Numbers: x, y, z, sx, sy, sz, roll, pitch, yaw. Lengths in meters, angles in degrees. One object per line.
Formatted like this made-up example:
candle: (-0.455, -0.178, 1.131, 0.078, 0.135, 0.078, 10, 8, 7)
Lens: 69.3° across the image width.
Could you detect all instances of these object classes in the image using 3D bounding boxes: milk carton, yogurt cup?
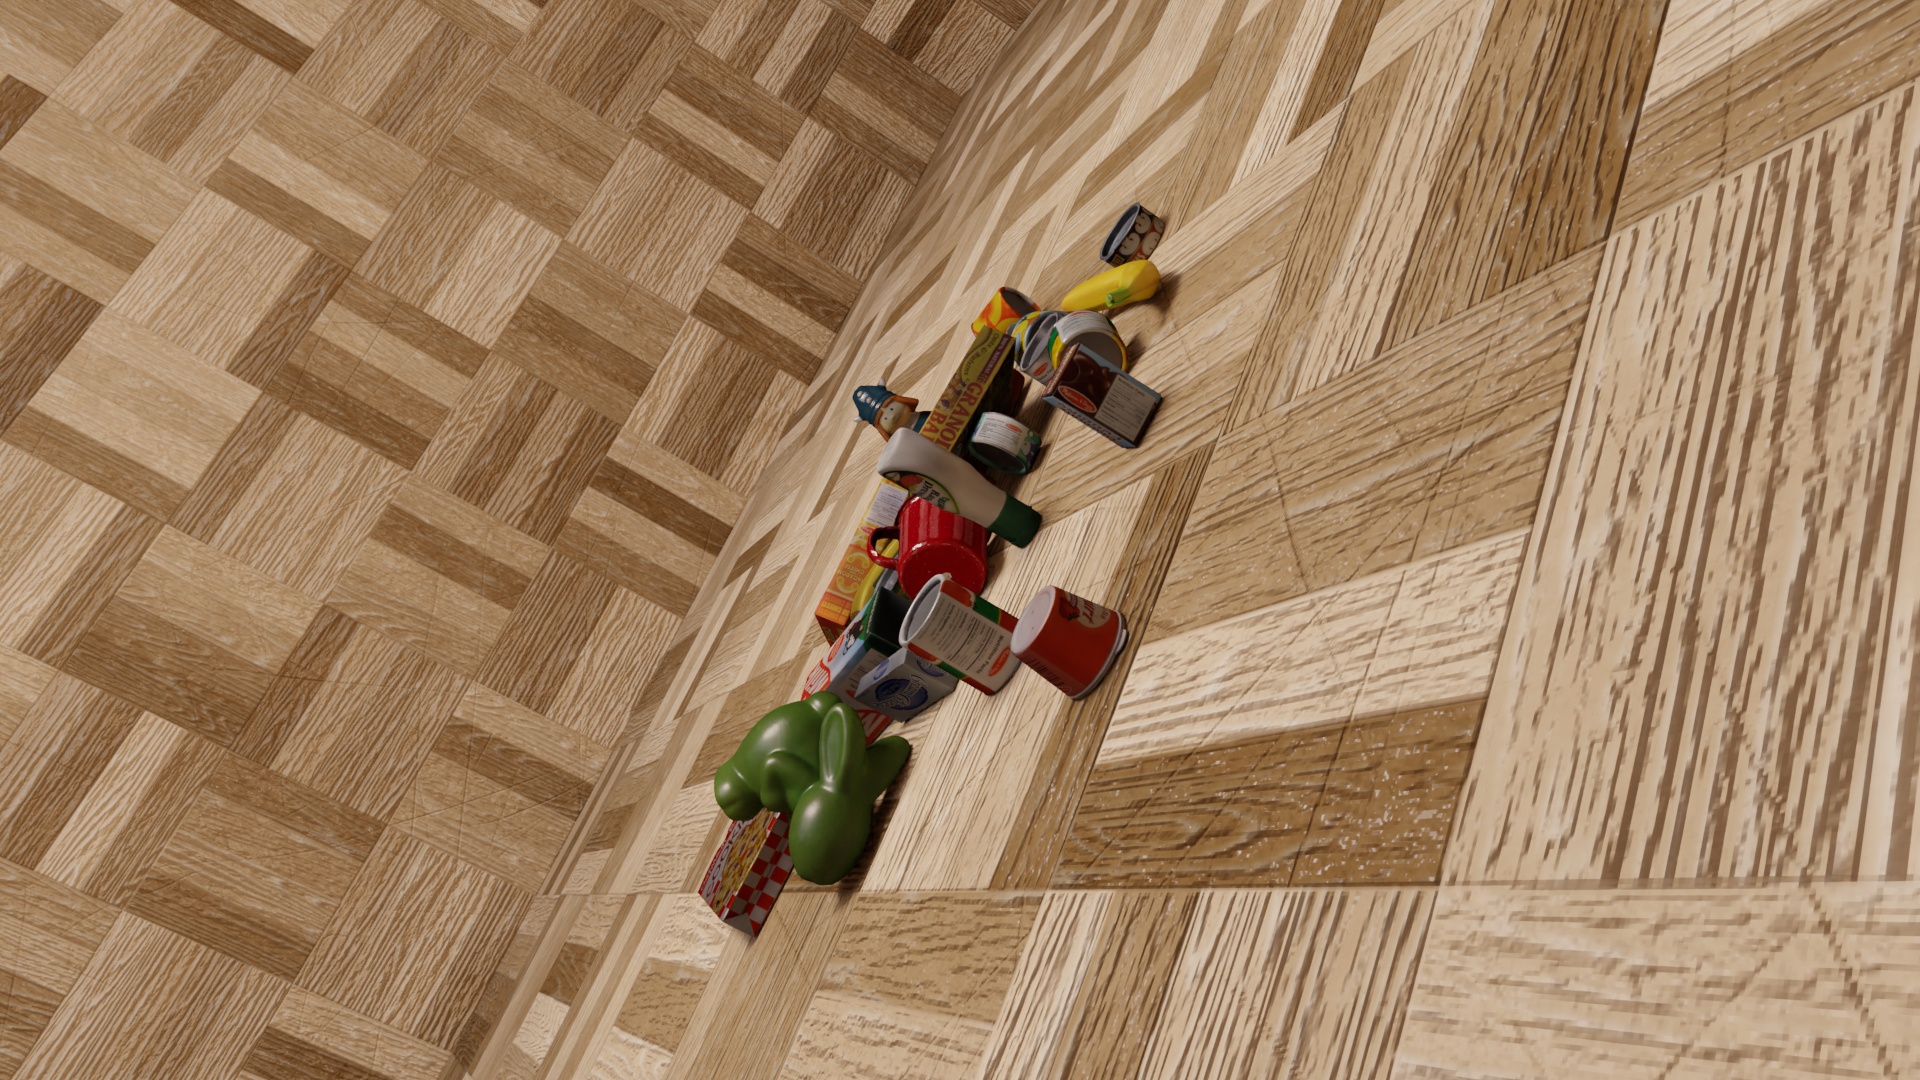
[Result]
milk carton: (-0.098, 0.139, 1.322, 0.189, 0.073, 0.073, -50, 17, 32)
yogurt cup: (0.071, 0.066, 0.944, 0.072, 0.054, 0.073, -54, 15, 21)

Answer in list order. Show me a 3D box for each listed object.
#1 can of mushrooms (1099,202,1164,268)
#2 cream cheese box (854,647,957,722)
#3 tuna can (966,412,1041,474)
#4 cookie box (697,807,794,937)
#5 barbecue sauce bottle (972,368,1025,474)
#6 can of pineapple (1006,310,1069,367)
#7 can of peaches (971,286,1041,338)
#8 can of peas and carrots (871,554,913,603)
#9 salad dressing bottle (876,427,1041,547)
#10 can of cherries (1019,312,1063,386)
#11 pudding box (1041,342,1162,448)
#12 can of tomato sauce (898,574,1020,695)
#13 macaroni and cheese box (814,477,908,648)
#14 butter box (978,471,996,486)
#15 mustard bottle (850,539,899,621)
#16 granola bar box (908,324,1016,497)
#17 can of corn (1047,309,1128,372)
can of mushrooms: (0.169, -0.297, 1.380, 0.070, 0.033, 0.071, -52, 16, 22)
cream cheese box: (-0.047, 0.126, 1.219, 0.103, 0.053, 0.024, -40, 26, 52)
tuna can: (0.042, -0.092, 1.335, 0.033, 0.071, 0.071, -65, 15, -16)
cookie box: (-0.209, 0.319, 1.398, 0.123, 0.040, 0.167, -63, 15, -13)
barbecue sauce bottle: (0.024, -0.117, 1.486, 0.064, 0.043, 0.149, -39, 25, 54)
can of pineapple: (0.086, -0.196, 1.386, 0.071, 0.071, 0.058, -59, 14, 0)
can of peaches: (0.056, -0.249, 1.601, 0.057, 0.071, 0.071, -51, 17, 29)
can of peas and carrots: (-0.048, 0.054, 1.352, 0.070, 0.059, 0.071, -54, 15, 22)
salad dressing bottle: (0.000, -0.044, 1.209, 0.064, 0.147, 0.044, -28, 35, 64)
can of cherries: (0.099, -0.177, 1.324, 0.071, 0.058, 0.072, -55, 15, 22)
pudding box: (0.113, -0.115, 1.103, 0.050, 0.083, 0.030, -62, 14, -7)
can of tomato sauce: (0.002, 0.074, 1.097, 0.071, 0.083, 0.071, -53, 16, 22)
macaroni and cheese box: (-0.096, 0.033, 1.497, 0.123, 0.040, 0.167, 81, -148, -67)
butter box: (0.005, -0.017, 1.388, 0.053, 0.024, 0.104, -47, 19, 42)
mustard bottle: (-0.054, 0.025, 1.426, 0.161, 0.065, 0.048, -62, 10, -26)
granola bar box: (0.001, -0.115, 1.384, 0.166, 0.039, 0.123, -61, -11, -22)
can of corn: (0.114, -0.165, 1.241, 0.071, 0.071, 0.058, -55, 16, 18)
